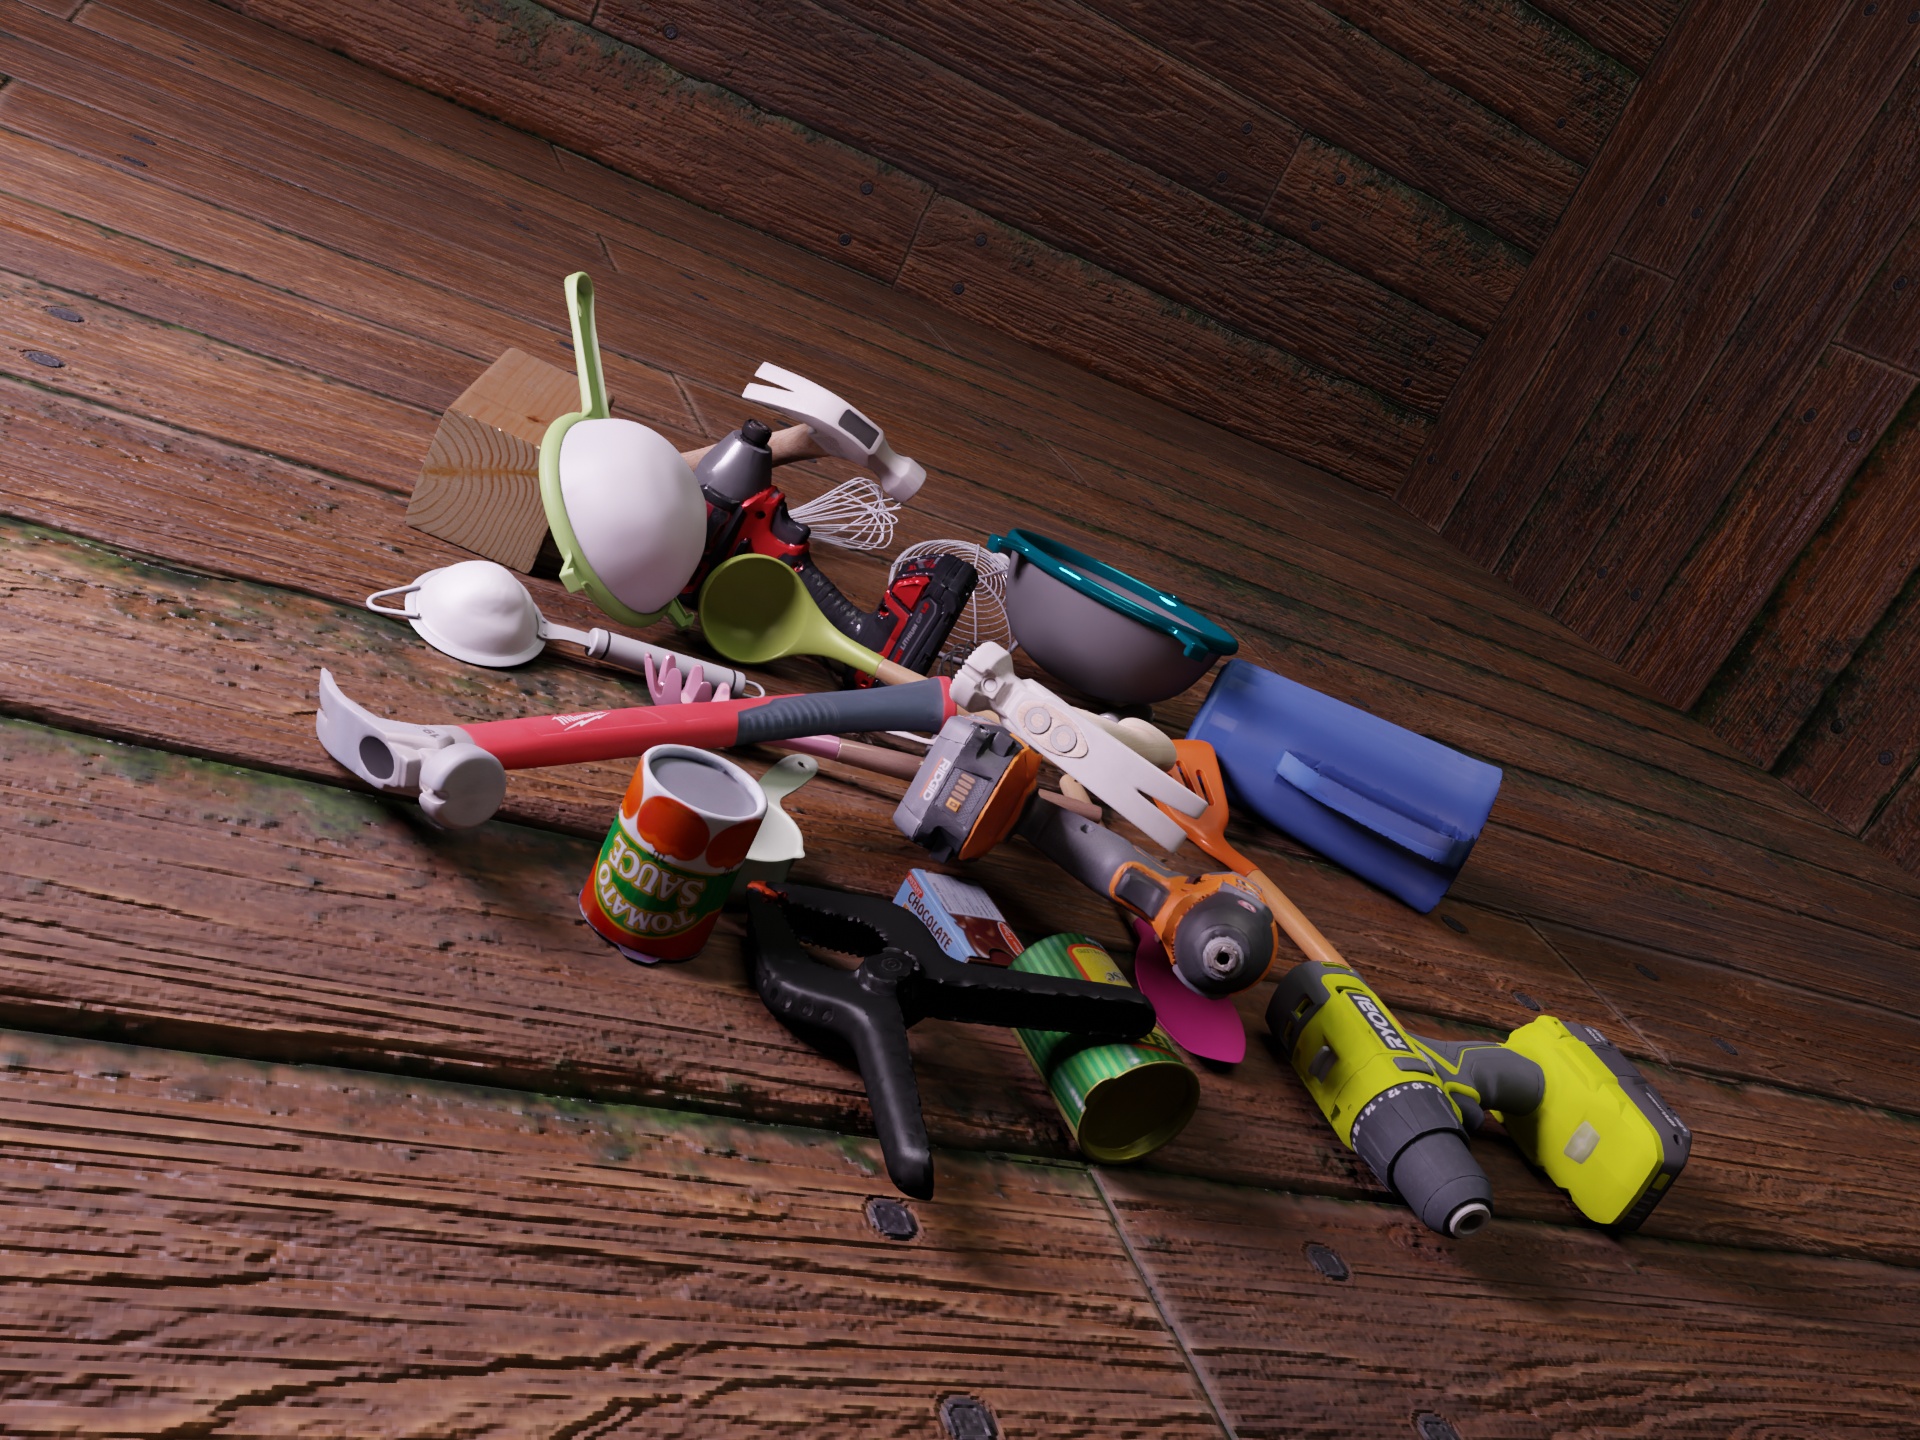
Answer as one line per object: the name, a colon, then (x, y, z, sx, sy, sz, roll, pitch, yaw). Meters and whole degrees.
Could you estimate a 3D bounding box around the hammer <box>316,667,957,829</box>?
hammer: (-0.152, -0.002, 0.885, 0.143, 0.038, 0.386, 24, 20, 38)

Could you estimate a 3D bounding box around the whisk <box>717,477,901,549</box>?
whisk: (-0.139, -0.173, 1.383, 0.070, 0.070, 0.284, 35, 26, 20)

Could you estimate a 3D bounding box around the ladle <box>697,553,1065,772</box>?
ladle: (-0.035, -0.024, 1.083, 0.320, 0.078, 0.062, 26, 10, 11)

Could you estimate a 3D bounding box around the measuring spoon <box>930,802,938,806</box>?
measuring spoon: (0.008, 0.060, 1.063, 0.042, 0.021, 0.128, 20, 9, 15)

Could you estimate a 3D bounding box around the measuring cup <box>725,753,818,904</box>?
measuring cup: (-0.115, 0.055, 0.886, 0.083, 0.038, 0.167, 29, 18, 5)

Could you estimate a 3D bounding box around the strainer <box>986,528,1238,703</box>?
strainer: (0.135, -0.074, 1.372, 0.211, 0.095, 0.340, 30, 11, 14)

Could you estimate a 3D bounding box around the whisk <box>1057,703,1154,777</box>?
whisk: (0.114, 0.008, 1.278, 0.058, 0.059, 0.246, 68, 23, 2)

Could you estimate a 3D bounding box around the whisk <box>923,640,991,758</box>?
whisk: (-0.003, -0.005, 1.160, 0.055, 0.055, 0.239, 26, 25, -3)

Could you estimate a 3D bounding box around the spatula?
spatula: (0.226, 0.121, 1.144, 0.081, 0.041, 0.323, -4, 35, -28)

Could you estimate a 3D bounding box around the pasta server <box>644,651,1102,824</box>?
pasta server: (-0.051, 0.018, 1.017, 0.316, 0.040, 0.060, 15, 8, -16)

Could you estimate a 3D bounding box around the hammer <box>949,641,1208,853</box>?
hammer: (0.107, 0.022, 1.009, 0.146, 0.038, 0.410, 36, 6, 13)

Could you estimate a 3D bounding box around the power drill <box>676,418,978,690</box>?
power drill: (-0.105, -0.114, 1.157, 0.219, 0.143, 0.078, 29, 23, -1)

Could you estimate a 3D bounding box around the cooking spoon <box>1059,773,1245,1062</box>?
cooking spoon: (0.112, 0.119, 1.039, 0.068, 0.017, 0.319, 17, 23, -21)

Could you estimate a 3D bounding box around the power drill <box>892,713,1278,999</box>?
power drill: (0.079, 0.082, 0.914, 0.226, 0.084, 0.164, 30, 5, 7)

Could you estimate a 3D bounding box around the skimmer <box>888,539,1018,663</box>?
skimmer: (0.014, -0.122, 1.482, 0.127, 0.090, 0.363, 37, 10, 0)

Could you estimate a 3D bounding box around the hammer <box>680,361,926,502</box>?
hammer: (-0.162, -0.209, 1.242, 0.130, 0.031, 0.331, 39, -19, -29)

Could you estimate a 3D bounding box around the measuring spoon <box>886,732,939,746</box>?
measuring spoon: (-0.032, 0.005, 1.072, 0.124, 0.018, 0.034, 14, -5, 40)

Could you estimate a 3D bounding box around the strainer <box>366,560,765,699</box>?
strainer: (-0.234, -0.053, 0.996, 0.258, 0.050, 0.087, 18, 38, -33)

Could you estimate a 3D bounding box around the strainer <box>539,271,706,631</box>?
strainer: (-0.220, -0.192, 1.072, 0.151, 0.069, 0.256, 21, 56, -68)

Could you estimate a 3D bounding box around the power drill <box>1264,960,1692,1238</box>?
power drill: (0.309, 0.232, 0.932, 0.228, 0.080, 0.191, 14, 23, -24)
